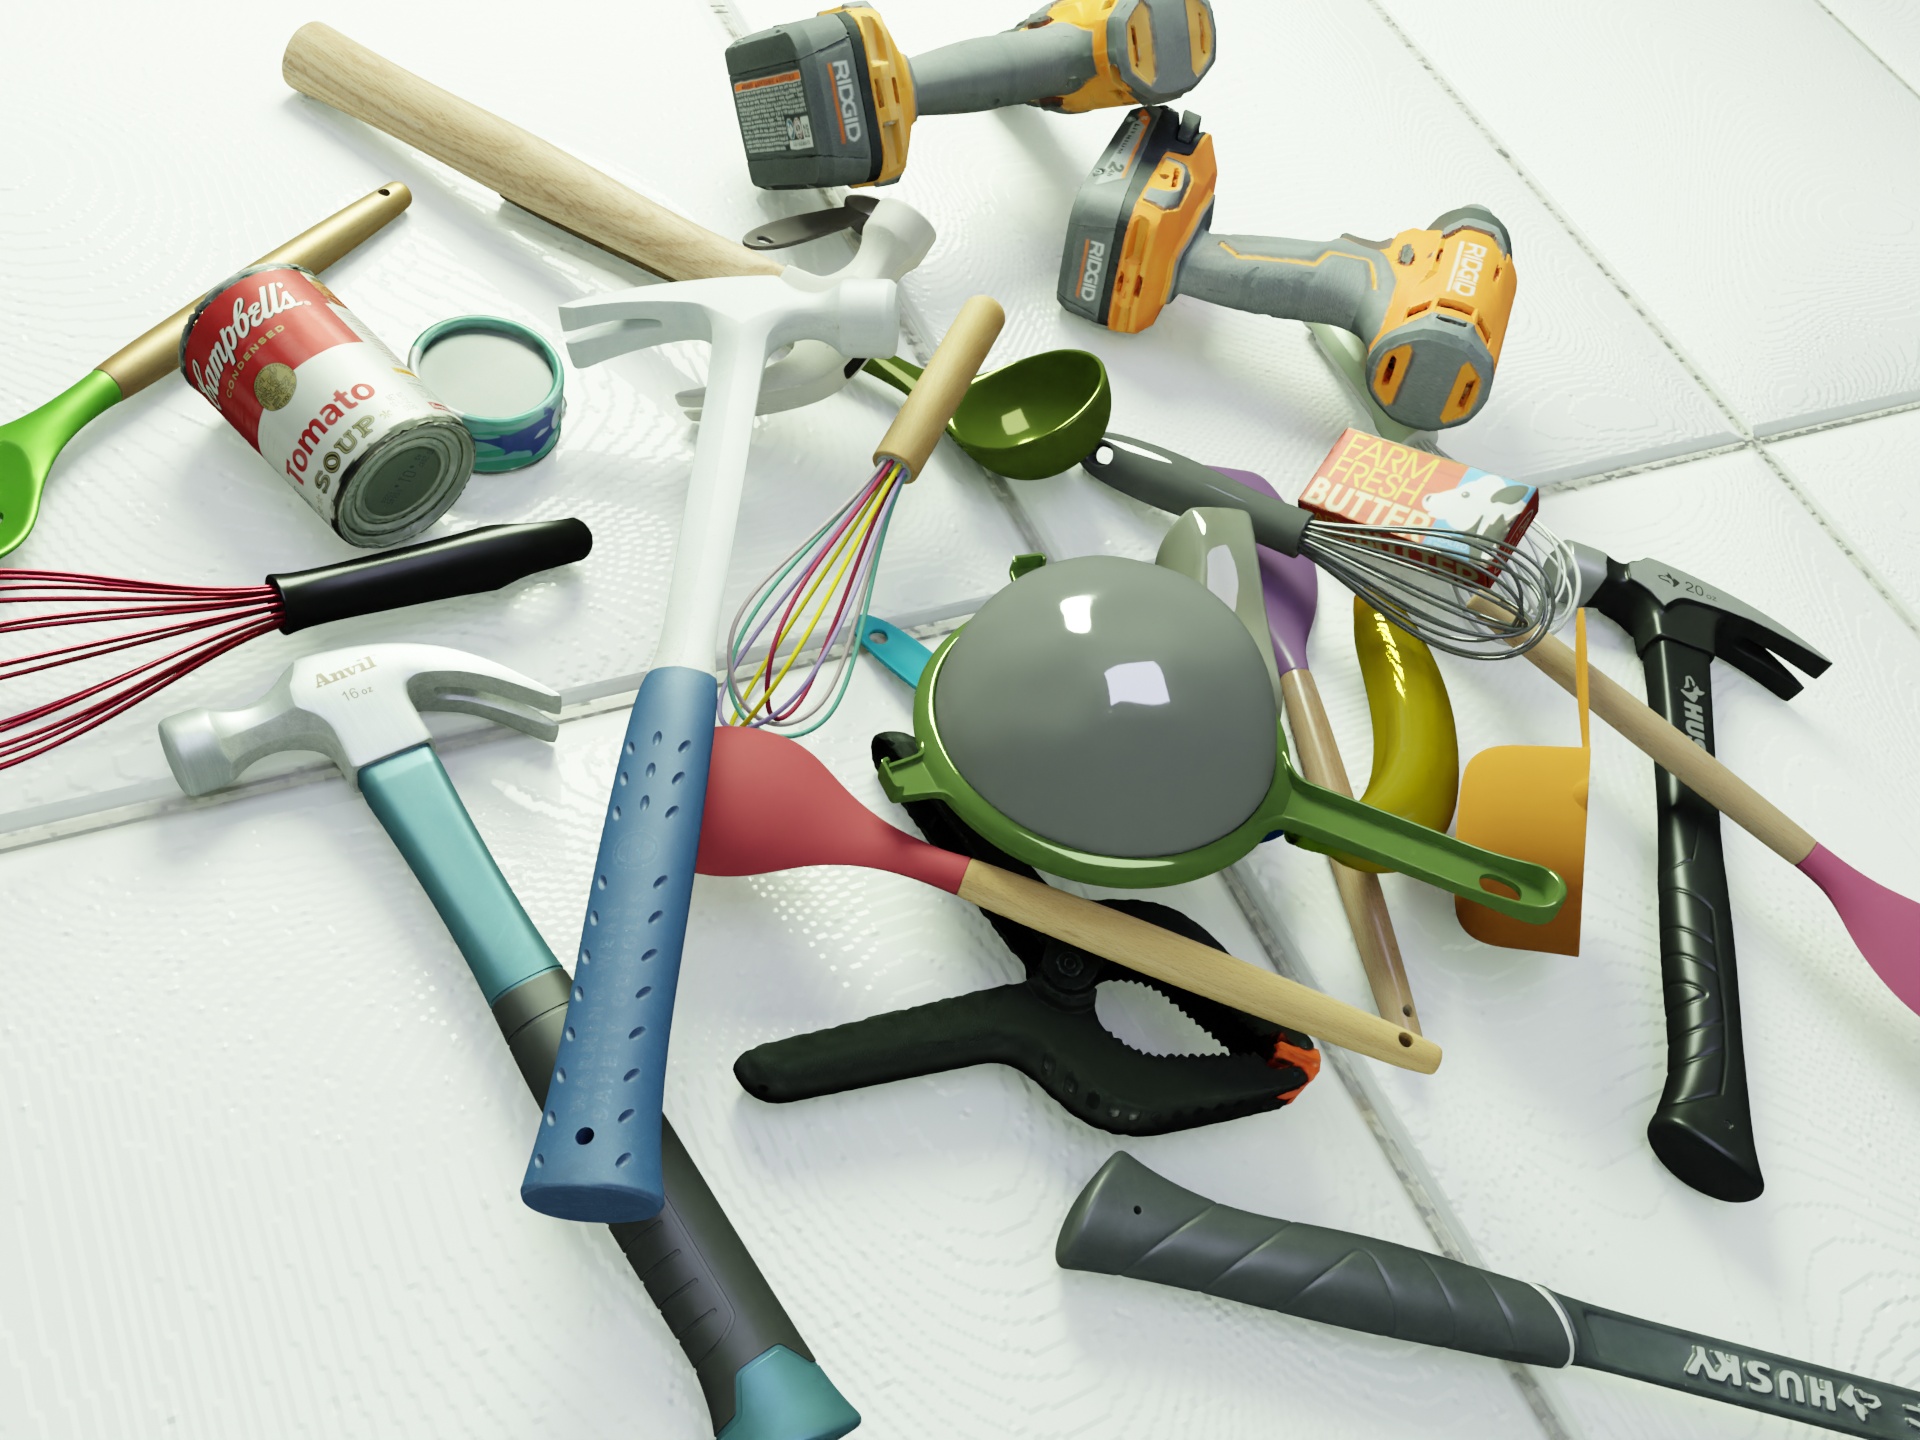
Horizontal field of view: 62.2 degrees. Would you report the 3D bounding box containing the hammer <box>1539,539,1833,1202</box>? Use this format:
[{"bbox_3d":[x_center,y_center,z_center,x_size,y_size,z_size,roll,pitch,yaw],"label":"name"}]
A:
[{"bbox_3d":[0.343,0.060,0.736,0.146,0.035,0.335,19,53,-5],"label":"hammer"}]

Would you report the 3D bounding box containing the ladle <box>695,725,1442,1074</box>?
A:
[{"bbox_3d":[0.025,0.068,0.583,0.315,0.031,0.069,21,53,3],"label":"ladle"}]

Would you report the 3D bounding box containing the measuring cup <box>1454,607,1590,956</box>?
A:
[{"bbox_3d":[0.246,0.019,0.693,0.052,0.095,0.174,1,55,21],"label":"measuring cup"}]

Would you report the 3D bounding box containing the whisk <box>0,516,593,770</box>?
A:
[{"bbox_3d":[-0.270,-0.038,0.582,0.296,0.073,0.073,-19,64,-35],"label":"whisk"}]

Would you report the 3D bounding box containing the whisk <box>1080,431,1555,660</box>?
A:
[{"bbox_3d":[0.161,-0.090,0.747,0.239,0.055,0.055,25,50,19],"label":"whisk"}]

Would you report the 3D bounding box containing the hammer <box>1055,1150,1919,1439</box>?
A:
[{"bbox_3d":[0.230,0.231,0.580,0.409,0.036,0.149,16,54,-7],"label":"hammer"}]

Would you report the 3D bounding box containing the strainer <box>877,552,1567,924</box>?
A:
[{"bbox_3d":[0.108,0.005,0.593,0.256,0.069,0.151,22,47,11],"label":"strainer"}]

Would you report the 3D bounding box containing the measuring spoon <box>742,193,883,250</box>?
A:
[{"bbox_3d":[-0.070,-0.246,0.804,0.034,0.018,0.124,32,38,19],"label":"measuring spoon"}]

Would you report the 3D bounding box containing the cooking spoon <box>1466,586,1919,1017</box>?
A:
[{"bbox_3d":[0.361,0.043,0.720,0.319,0.017,0.069,41,53,12],"label":"cooking spoon"}]

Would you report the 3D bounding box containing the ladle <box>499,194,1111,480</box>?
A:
[{"bbox_3d":[-0.078,-0.201,0.763,0.320,0.062,0.078,26,55,3],"label":"ladle"}]

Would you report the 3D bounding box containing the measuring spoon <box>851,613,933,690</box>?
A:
[{"bbox_3d":[-0.001,-0.002,0.678,0.129,0.021,0.042,39,52,22],"label":"measuring spoon"}]

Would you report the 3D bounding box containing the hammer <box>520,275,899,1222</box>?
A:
[{"bbox_3d":[-0.107,-0.023,0.584,0.144,0.035,0.406,1,55,2],"label":"hammer"}]

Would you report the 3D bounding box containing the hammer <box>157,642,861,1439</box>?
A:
[{"bbox_3d":[-0.142,0.104,0.542,0.128,0.033,0.331,-26,68,-30],"label":"hammer"}]

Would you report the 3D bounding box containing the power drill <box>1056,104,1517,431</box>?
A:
[{"bbox_3d":[0.182,-0.249,0.847,0.226,0.084,0.164,20,51,9],"label":"power drill"}]

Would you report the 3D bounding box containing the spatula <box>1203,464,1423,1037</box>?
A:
[{"bbox_3d":[0.161,0.002,0.725,0.059,0.018,0.316,5,54,-20],"label":"spatula"}]

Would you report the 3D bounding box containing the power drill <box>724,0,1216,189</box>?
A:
[{"bbox_3d":[-0.006,-0.340,0.842,0.226,0.084,0.185,-20,24,-21],"label":"power drill"}]

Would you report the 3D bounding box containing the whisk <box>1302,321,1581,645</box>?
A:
[{"bbox_3d":[0.245,-0.139,0.838,0.057,0.059,0.247,22,36,-52],"label":"whisk"}]

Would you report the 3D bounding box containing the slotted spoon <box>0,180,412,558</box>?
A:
[{"bbox_3d":[-0.332,-0.150,0.659,0.070,0.031,0.314,31,50,3],"label":"slotted spoon"}]

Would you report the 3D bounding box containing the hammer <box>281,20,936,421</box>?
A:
[{"bbox_3d":[-0.184,-0.246,0.750,0.331,0.031,0.130,29,82,11],"label":"hammer"}]

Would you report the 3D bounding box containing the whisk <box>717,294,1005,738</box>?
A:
[{"bbox_3d":[-0.035,-0.092,0.676,0.051,0.047,0.245,22,64,11],"label":"whisk"}]
